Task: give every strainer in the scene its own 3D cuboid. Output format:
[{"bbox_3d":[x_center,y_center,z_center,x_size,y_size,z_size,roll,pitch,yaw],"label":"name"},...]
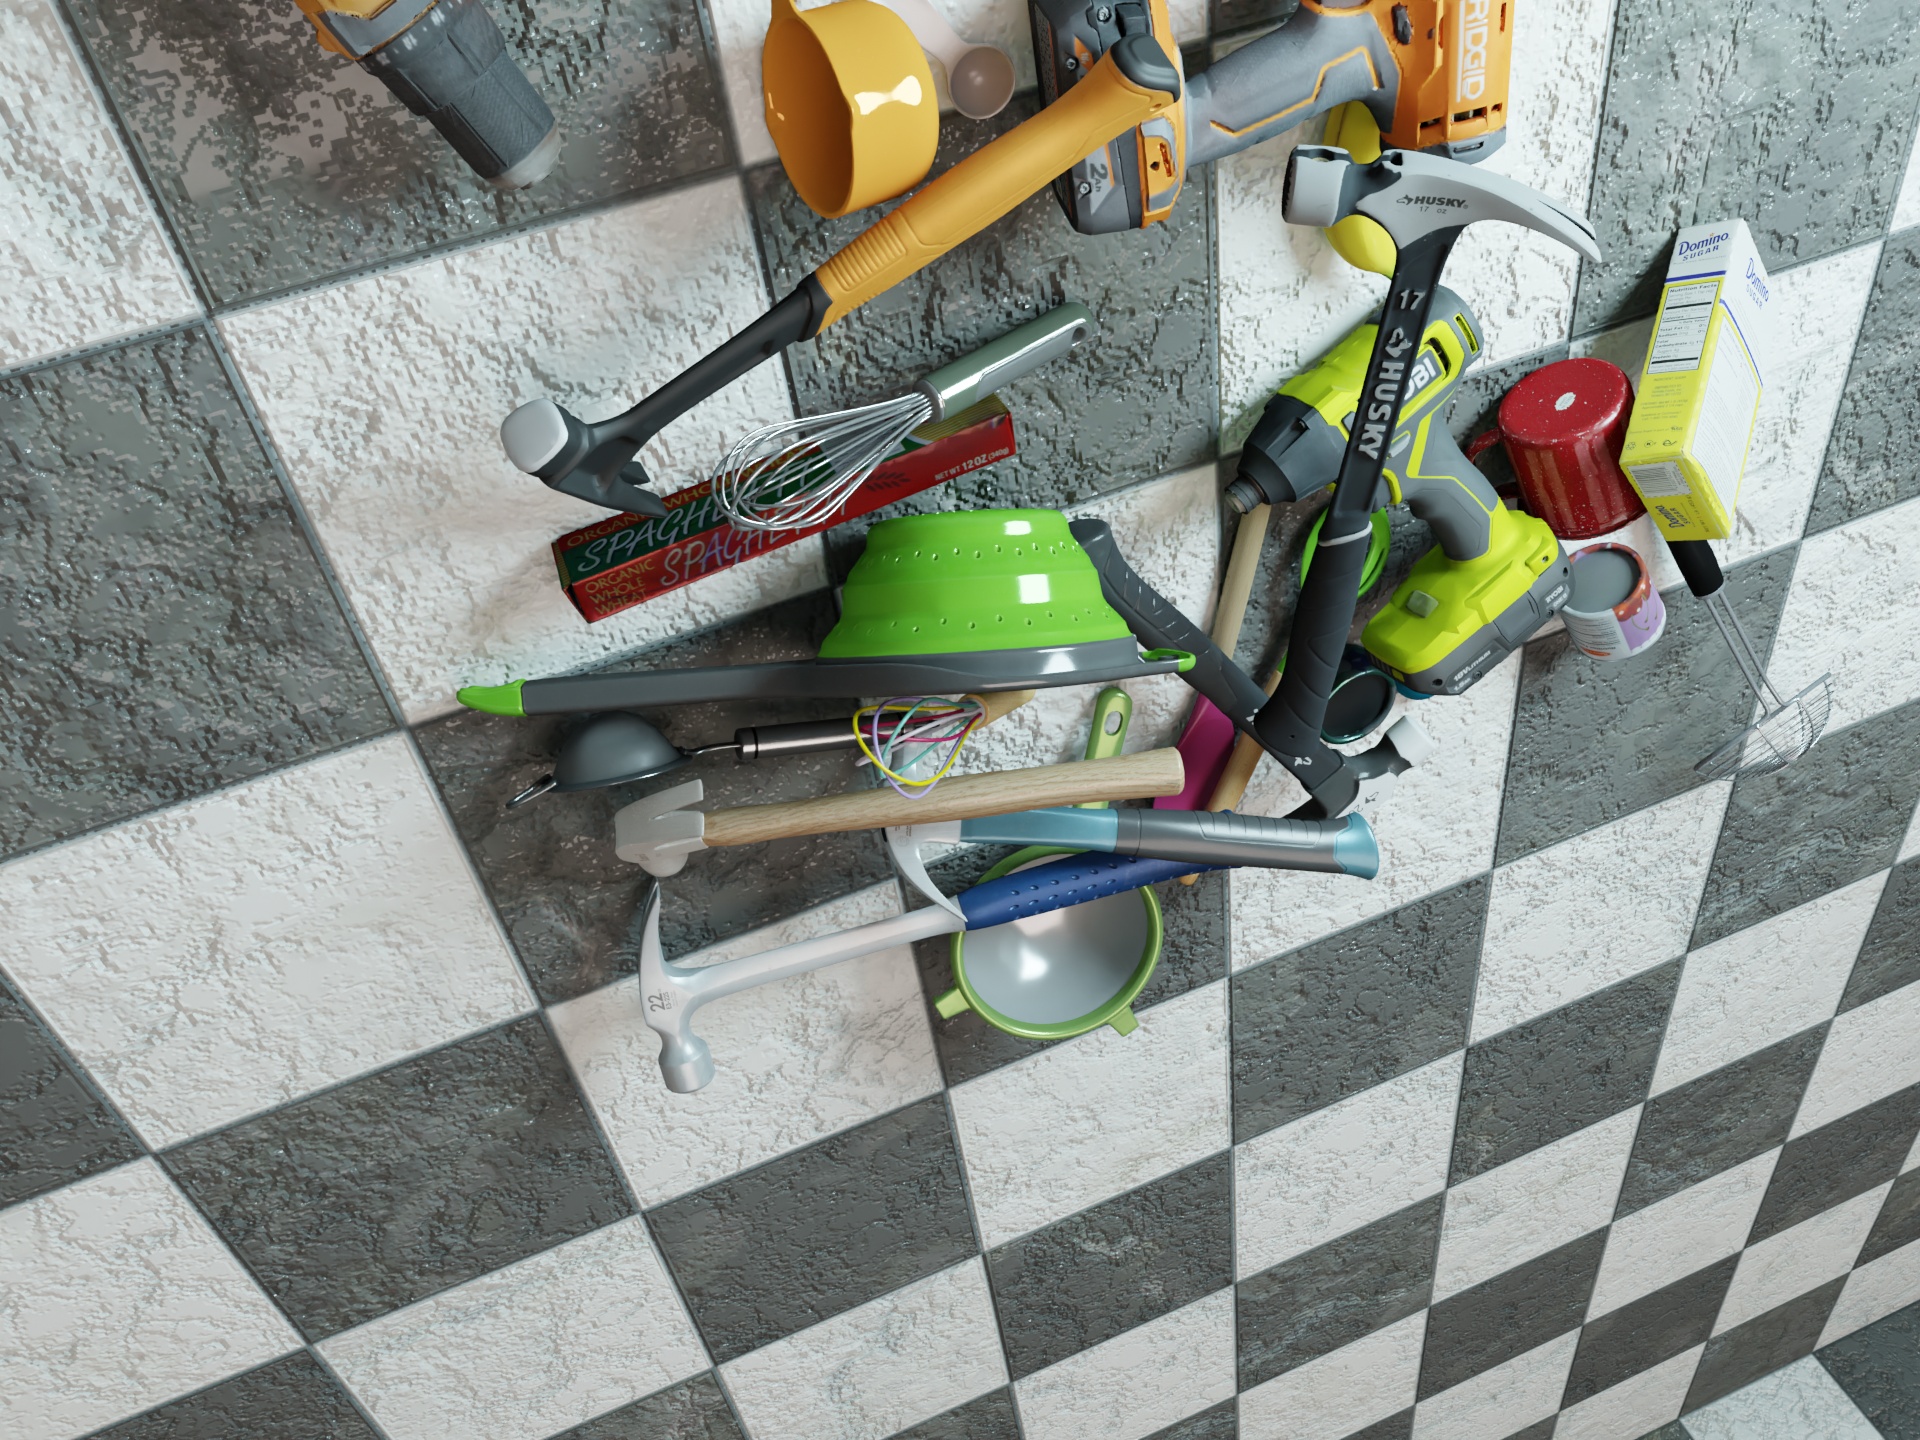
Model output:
[{"bbox_3d":[-0.132,0.012,0.920,0.258,0.087,0.050,-6,98,-22],"label":"strainer"},{"bbox_3d":[0.072,0.093,1.101,0.151,0.069,0.256,8,105,-15],"label":"strainer"}]

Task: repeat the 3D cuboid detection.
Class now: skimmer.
[{"bbox_3d":[0.581,-0.075,1.230,0.127,0.090,0.362,-38,123,10],"label":"skimmer"}]

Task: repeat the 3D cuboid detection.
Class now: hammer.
[{"bbox_3d":[0.221,-0.119,0.877,0.149,0.036,0.408,7,139,5],"label":"hammer"},{"bbox_3d":[-0.048,-0.201,0.734,0.337,0.034,0.127,-31,170,12],"label":"hammer"},{"bbox_3d":[-0.011,0.124,1.036,0.405,0.035,0.144,-15,111,-7],"label":"hammer"},{"bbox_3d":[0.165,-0.021,1.032,0.146,0.035,0.334,-43,124,16],"label":"hammer"},{"bbox_3d":[-0.035,0.048,0.922,0.331,0.031,0.130,-7,167,-2],"label":"hammer"},{"bbox_3d":[0.111,0.070,1.013,0.331,0.033,0.128,5,88,-11],"label":"hammer"}]

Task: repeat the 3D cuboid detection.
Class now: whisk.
[{"bbox_3d":[-0.003,-0.005,0.903,0.245,0.047,0.051,-27,134,-68],"label":"whisk"},{"bbox_3d":[-0.022,-0.159,0.810,0.246,0.059,0.057,-34,154,-27],"label":"whisk"}]

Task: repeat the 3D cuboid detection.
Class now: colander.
[{"bbox_3d":[-0.075,-0.061,0.870,0.397,0.204,0.094,-4,95,-4],"label":"colander"}]

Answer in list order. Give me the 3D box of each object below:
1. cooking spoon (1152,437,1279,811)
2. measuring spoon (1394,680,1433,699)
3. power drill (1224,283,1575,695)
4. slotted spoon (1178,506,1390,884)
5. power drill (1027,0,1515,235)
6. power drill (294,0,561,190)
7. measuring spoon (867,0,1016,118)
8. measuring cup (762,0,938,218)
[{"bbox_3d":[0.174,-0.050,1.055,0.068,0.017,0.318,-17,133,-30],"label":"cooking spoon"},{"bbox_3d":[0.361,-0.062,1.134,0.042,0.021,0.128,19,117,-37],"label":"measuring spoon"},{"bbox_3d":[0.269,-0.128,0.972,0.171,0.080,0.223,-41,121,-1],"label":"power drill"},{"bbox_3d":[0.215,-0.011,1.092,0.070,0.031,0.313,3,123,-30],"label":"slotted spoon"},{"bbox_3d":[0.151,-0.329,0.750,0.226,0.084,0.164,-13,132,-1],"label":"power drill"},{"bbox_3d":[-0.161,-0.332,0.614,0.226,0.084,0.185,-34,129,8],"label":"power drill"},{"bbox_3d":[-0.023,-0.329,0.738,0.124,0.018,0.034,34,107,-34],"label":"measuring spoon"},{"bbox_3d":[-0.055,-0.314,0.698,0.052,0.095,0.173,-21,114,-23],"label":"measuring cup"}]
